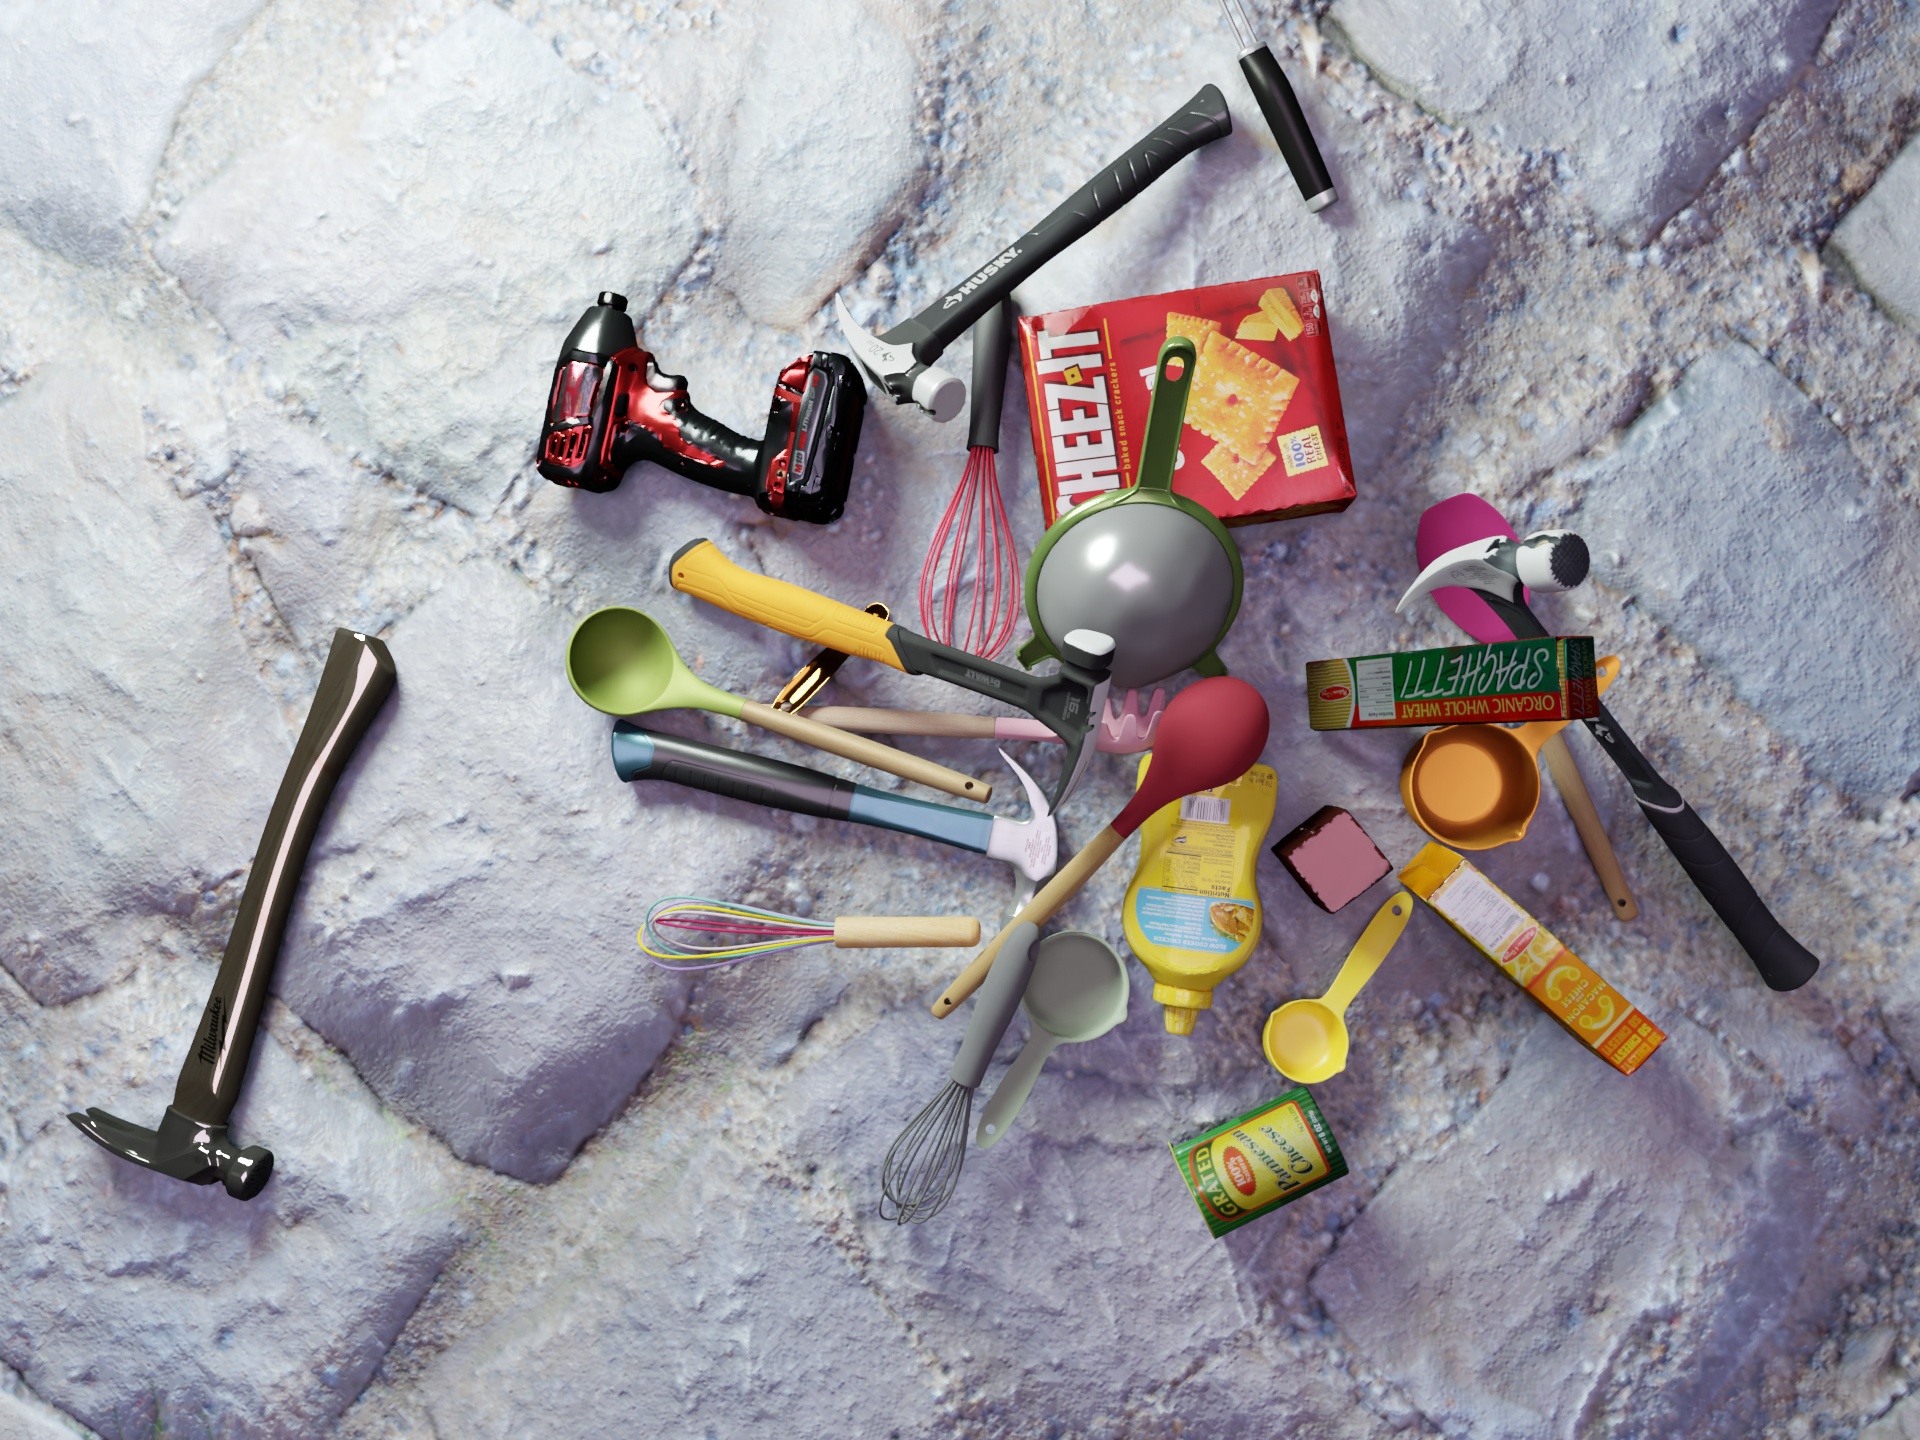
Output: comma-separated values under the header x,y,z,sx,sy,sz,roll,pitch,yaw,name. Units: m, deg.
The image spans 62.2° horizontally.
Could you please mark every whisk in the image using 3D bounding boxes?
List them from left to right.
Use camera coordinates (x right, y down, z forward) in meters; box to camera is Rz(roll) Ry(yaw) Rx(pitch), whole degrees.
x,y,z,sx,sy,sz,roll,pitch,yaw,name
-0.108,0.145,1.116,0.245,0.047,0.051,-1,97,7,whisk
0.001,0.244,1.089,0.055,0.055,0.239,24,100,4,whisk
0.014,-0.173,1.125,0.073,0.073,0.296,5,83,3,whisk

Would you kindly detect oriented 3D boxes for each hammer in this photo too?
x,y,z,sx,sy,sz,roll,pitch,yaw,name
-0.511,0.128,1.152,0.146,0.038,0.410,18,88,5,hammer
-0.090,0.057,1.132,0.331,0.033,0.128,13,89,4,hammer
-0.059,-0.049,1.092,0.337,0.034,0.127,21,118,21,hammer
0.061,-0.340,1.110,0.335,0.035,0.146,-41,50,-11,hammer
0.435,0.037,1.025,0.408,0.149,0.036,47,72,-19,hammer

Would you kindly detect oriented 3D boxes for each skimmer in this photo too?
x,y,z,sx,sy,sz,roll,pitch,yaw,name
0.176,-0.530,1.146,0.127,0.090,0.363,-28,96,-3,skimmer

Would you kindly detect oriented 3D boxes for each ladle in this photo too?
x,y,z,sx,sy,sz,roll,pitch,yaw,name
-0.128,-0.003,1.097,0.320,0.062,0.078,19,75,16,ladle
0.089,0.092,1.081,0.069,0.031,0.315,45,101,11,ladle

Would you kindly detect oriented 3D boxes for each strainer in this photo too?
x,y,z,sx,sy,sz,roll,pitch,yaw,name
0.125,-0.119,1.044,0.151,0.069,0.256,5,123,-3,strainer

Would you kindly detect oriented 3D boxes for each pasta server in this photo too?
x,y,z,sx,sy,sz,roll,pitch,yaw,name
-0.002,-0.004,1.127,0.316,0.060,0.040,3,109,7,pasta server

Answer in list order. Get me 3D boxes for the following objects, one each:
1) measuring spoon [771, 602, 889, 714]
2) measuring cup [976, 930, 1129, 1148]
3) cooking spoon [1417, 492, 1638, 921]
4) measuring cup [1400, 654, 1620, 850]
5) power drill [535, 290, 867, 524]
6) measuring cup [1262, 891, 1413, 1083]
x,y,z,sx,sy,sz,roll,pitch,yaw,name
-0.094,-0.040,1.139,0.021,0.011,0.117,40,81,24,measuring spoon
0.057,0.223,1.114,0.083,0.038,0.167,30,91,4,measuring cup
0.403,-0.009,1.113,0.069,0.017,0.319,-24,86,21,cooking spoon
0.379,0.016,1.095,0.173,0.052,0.095,-42,88,1,measuring cup
-0.185,-0.222,1.131,0.219,0.078,0.143,11,88,7,power drill
0.268,0.184,1.114,0.062,0.029,0.156,37,78,4,measuring cup
